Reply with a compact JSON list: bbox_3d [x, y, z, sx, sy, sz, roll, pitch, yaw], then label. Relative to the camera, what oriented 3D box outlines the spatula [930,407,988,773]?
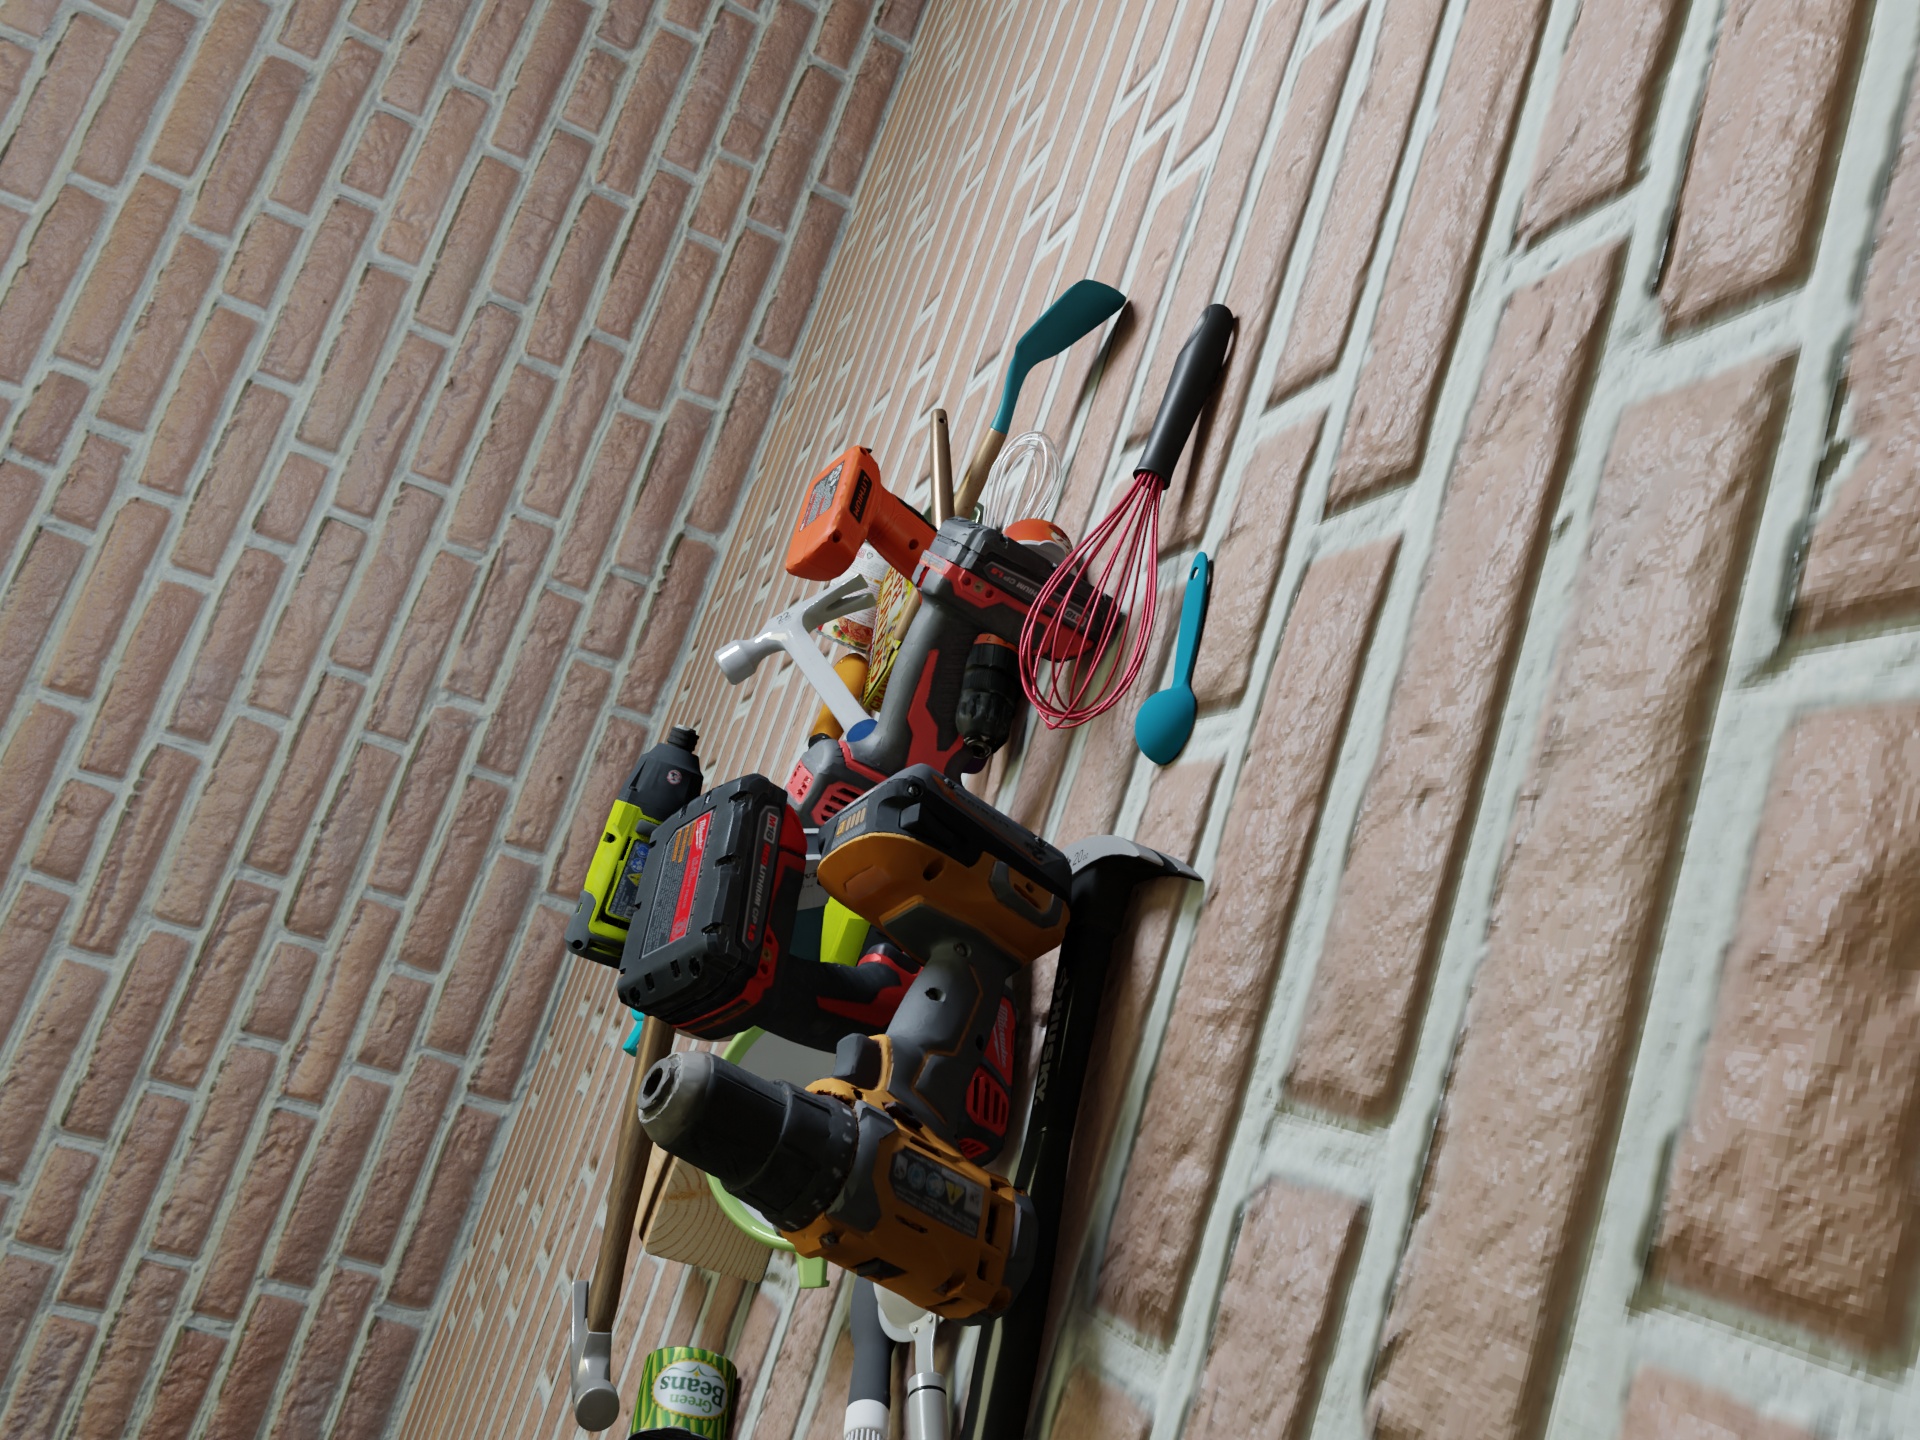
[{"bbox_3d":[-0.008,-0.102,1.163,0.018,0.059,0.316,131,142,-52],"label":"spatula"}]

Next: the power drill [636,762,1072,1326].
[{"bbox_3d":[-0.039,0.130,0.710,0.084,0.185,0.226,-34,32,41],"label":"power drill"}]

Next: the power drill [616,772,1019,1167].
[{"bbox_3d":[-0.055,0.114,0.838,0.080,0.226,0.188,-29,40,36],"label":"power drill"}]

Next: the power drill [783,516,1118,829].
[{"bbox_3d":[-0.002,-0.003,0.989,0.219,0.143,0.079,-61,21,4],"label":"power drill"}]

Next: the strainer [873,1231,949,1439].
[{"bbox_3d":[-0.018,0.322,0.784,0.087,0.050,0.259,-44,29,24],"label":"strainer"}]

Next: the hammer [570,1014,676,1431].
[{"bbox_3d":[-0.239,0.323,1.152,0.130,0.031,0.331,180,102,-72],"label":"hammer"}]

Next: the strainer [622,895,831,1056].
[{"bbox_3d":[-0.114,0.145,1.262,0.340,0.095,0.211,-40,15,16],"label":"strainer"}]

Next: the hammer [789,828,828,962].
[{"bbox_3d":[-0.105,0.181,1.019,0.330,0.128,0.033,97,159,-47],"label":"hammer"}]

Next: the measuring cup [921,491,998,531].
[{"bbox_3d":[0.003,-0.105,1.279,0.083,0.038,0.168,-29,56,35],"label":"measuring cup"}]

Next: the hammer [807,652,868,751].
[{"bbox_3d":[-0.113,0.006,1.399,0.127,0.034,0.337,-39,14,18],"label":"hammer"}]

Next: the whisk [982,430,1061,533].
[{"bbox_3d":[0.017,-0.102,1.205,0.058,0.059,0.246,31,104,45],"label":"whisk"}]

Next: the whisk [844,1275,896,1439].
[{"bbox_3d":[-0.049,0.379,0.788,0.070,0.070,0.285,-60,13,27],"label":"whisk"}]

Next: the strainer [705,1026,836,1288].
[{"bbox_3d":[-0.044,0.206,0.967,0.256,0.069,0.152,-49,57,0],"label":"strainer"}]

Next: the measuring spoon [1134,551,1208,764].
[{"bbox_3d":[0.112,-0.038,0.850,0.042,0.021,0.129,-38,35,60],"label":"measuring spoon"}]

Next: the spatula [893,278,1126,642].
[{"bbox_3d":[0.026,-0.195,1.226,0.082,0.044,0.317,-5,-55,-60],"label":"spatula"}]

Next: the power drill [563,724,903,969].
[{"bbox_3d":[-0.145,0.114,1.125,0.171,0.223,0.080,-70,16,-7],"label":"power drill"}]

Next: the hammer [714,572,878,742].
[{"bbox_3d":[-0.074,-0.001,1.208,0.144,0.035,0.406,-33,34,-6],"label":"hammer"}]

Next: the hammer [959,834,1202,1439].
[{"bbox_3d":[0.041,0.209,0.743,0.146,0.035,0.335,-40,32,60],"label":"hammer"}]

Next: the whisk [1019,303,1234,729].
[{"bbox_3d":[0.105,-0.126,0.936,0.296,0.073,0.073,-67,15,-18],"label":"whisk"}]
